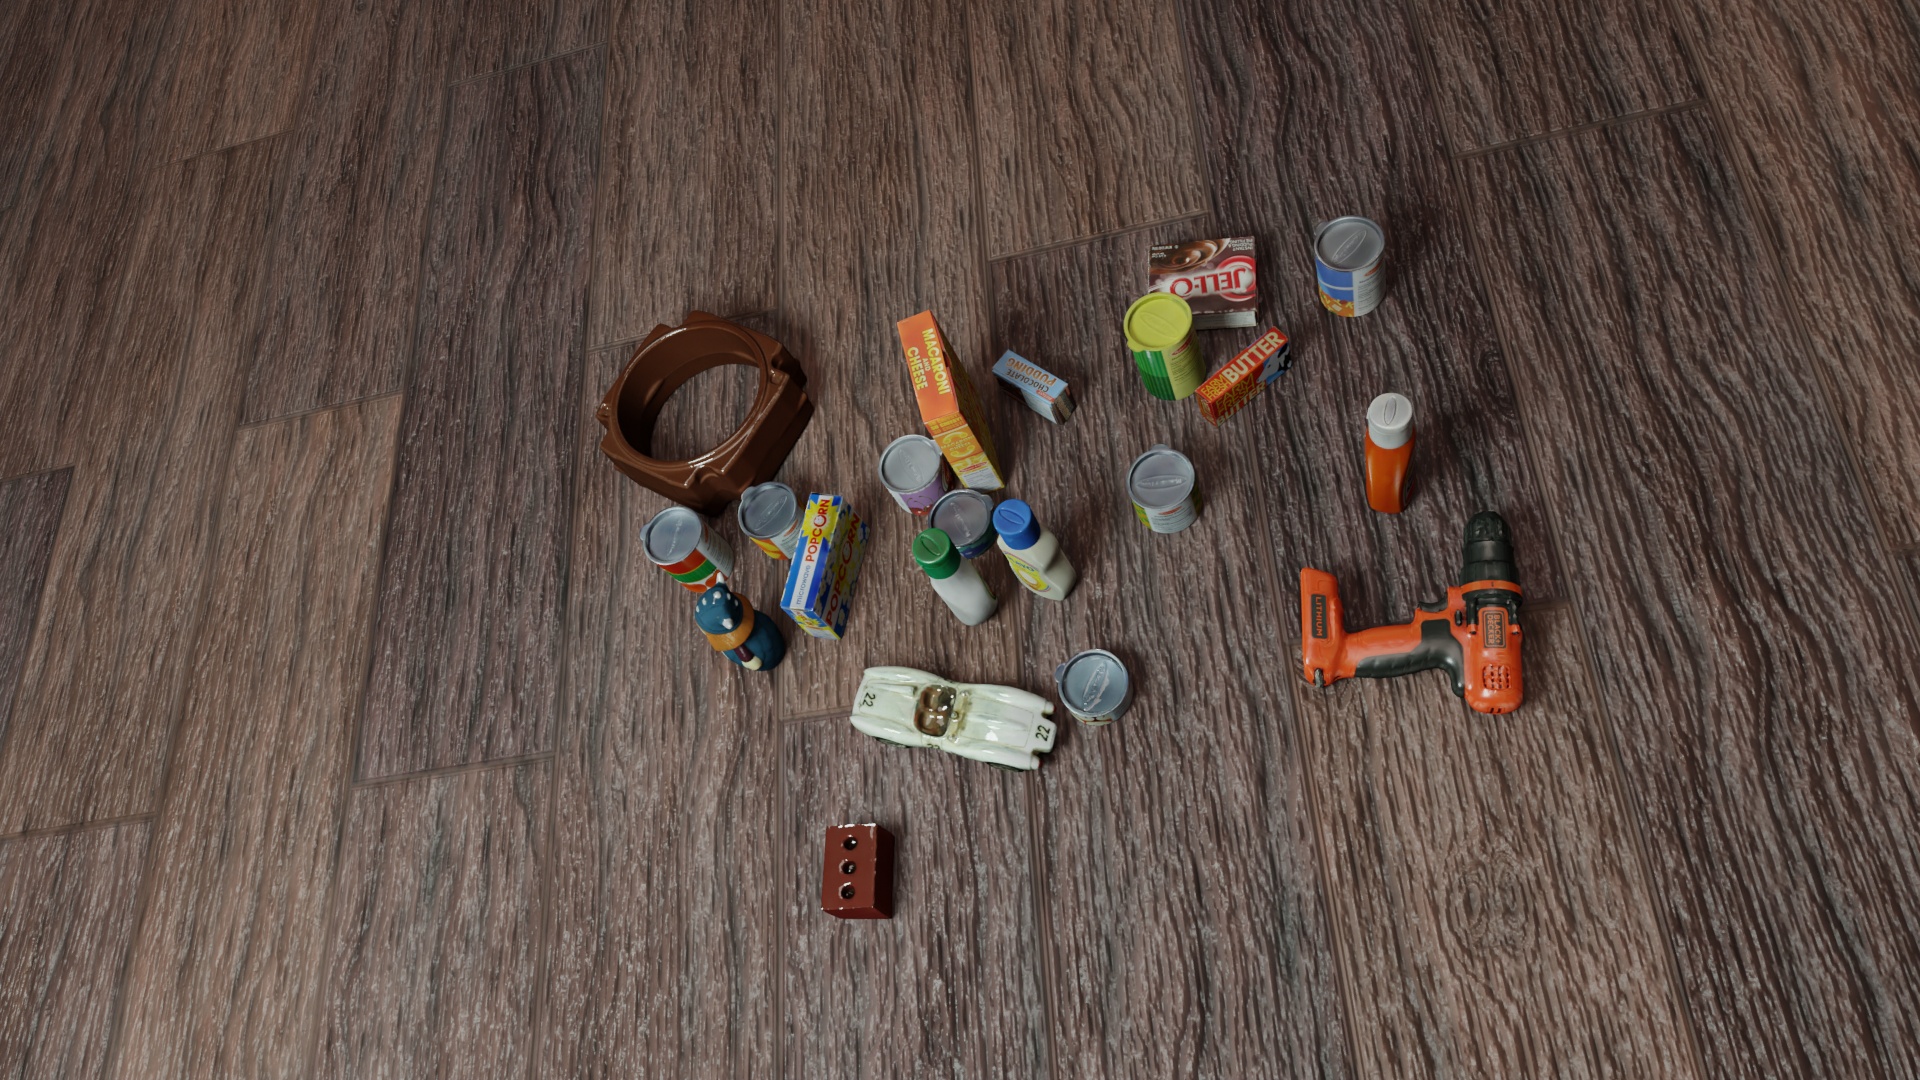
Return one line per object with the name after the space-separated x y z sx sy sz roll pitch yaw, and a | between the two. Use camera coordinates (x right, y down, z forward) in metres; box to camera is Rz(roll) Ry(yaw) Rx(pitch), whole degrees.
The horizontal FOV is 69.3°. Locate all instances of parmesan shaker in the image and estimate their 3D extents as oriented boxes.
0.202 -0.190 1.383 0.071 0.102 0.071 -7 64 15 | parmesan shaker

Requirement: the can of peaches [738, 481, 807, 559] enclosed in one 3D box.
-0.192 -0.021 1.455 0.071 0.058 0.071 -7 64 15 | can of peaches

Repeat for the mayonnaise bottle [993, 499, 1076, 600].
0.066 0.008 1.308 0.065 0.147 0.041 27 77 26 | mayonnaise bottle

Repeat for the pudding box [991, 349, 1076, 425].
0.076 -0.158 1.439 0.084 0.049 0.030 34 80 28 | pudding box

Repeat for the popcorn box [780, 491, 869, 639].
-0.135 0.027 1.399 0.038 0.085 0.127 5 68 20 | popcorn box

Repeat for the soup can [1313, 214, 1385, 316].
0.384 -0.272 1.375 0.071 0.083 0.071 -7 64 15 | soup can

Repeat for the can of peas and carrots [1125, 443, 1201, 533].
0.197 -0.050 1.344 0.071 0.058 0.071 -7 64 15 | can of peas and carrots

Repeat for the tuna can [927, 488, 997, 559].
0.005 -0.018 1.405 0.071 0.032 0.071 -7 64 15 | tuna can

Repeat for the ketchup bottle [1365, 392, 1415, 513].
0.386 -0.081 1.248 0.043 0.148 0.065 9 69 21 | ketchup bottle

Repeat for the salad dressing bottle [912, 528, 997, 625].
-0.006 0.034 1.319 0.044 0.147 0.064 -42 61 -4 | salad dressing bottle

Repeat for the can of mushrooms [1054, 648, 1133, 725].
0.124 0.136 1.295 0.071 0.033 0.071 -7 64 15 | can of mushrooms

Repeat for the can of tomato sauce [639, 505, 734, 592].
-0.286 0.011 1.455 0.071 0.083 0.071 -7 64 15 | can of tomato sauce

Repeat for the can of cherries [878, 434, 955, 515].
-0.042 -0.068 1.429 0.071 0.058 0.072 -7 64 15 | can of cherries

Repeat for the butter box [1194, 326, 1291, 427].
0.281 -0.161 1.373 0.103 0.053 0.024 -39 61 -3 | butter box

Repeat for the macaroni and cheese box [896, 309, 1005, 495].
-0.007 -0.134 1.387 0.040 0.166 0.124 -20 62 8 | macaroni and cheese box
